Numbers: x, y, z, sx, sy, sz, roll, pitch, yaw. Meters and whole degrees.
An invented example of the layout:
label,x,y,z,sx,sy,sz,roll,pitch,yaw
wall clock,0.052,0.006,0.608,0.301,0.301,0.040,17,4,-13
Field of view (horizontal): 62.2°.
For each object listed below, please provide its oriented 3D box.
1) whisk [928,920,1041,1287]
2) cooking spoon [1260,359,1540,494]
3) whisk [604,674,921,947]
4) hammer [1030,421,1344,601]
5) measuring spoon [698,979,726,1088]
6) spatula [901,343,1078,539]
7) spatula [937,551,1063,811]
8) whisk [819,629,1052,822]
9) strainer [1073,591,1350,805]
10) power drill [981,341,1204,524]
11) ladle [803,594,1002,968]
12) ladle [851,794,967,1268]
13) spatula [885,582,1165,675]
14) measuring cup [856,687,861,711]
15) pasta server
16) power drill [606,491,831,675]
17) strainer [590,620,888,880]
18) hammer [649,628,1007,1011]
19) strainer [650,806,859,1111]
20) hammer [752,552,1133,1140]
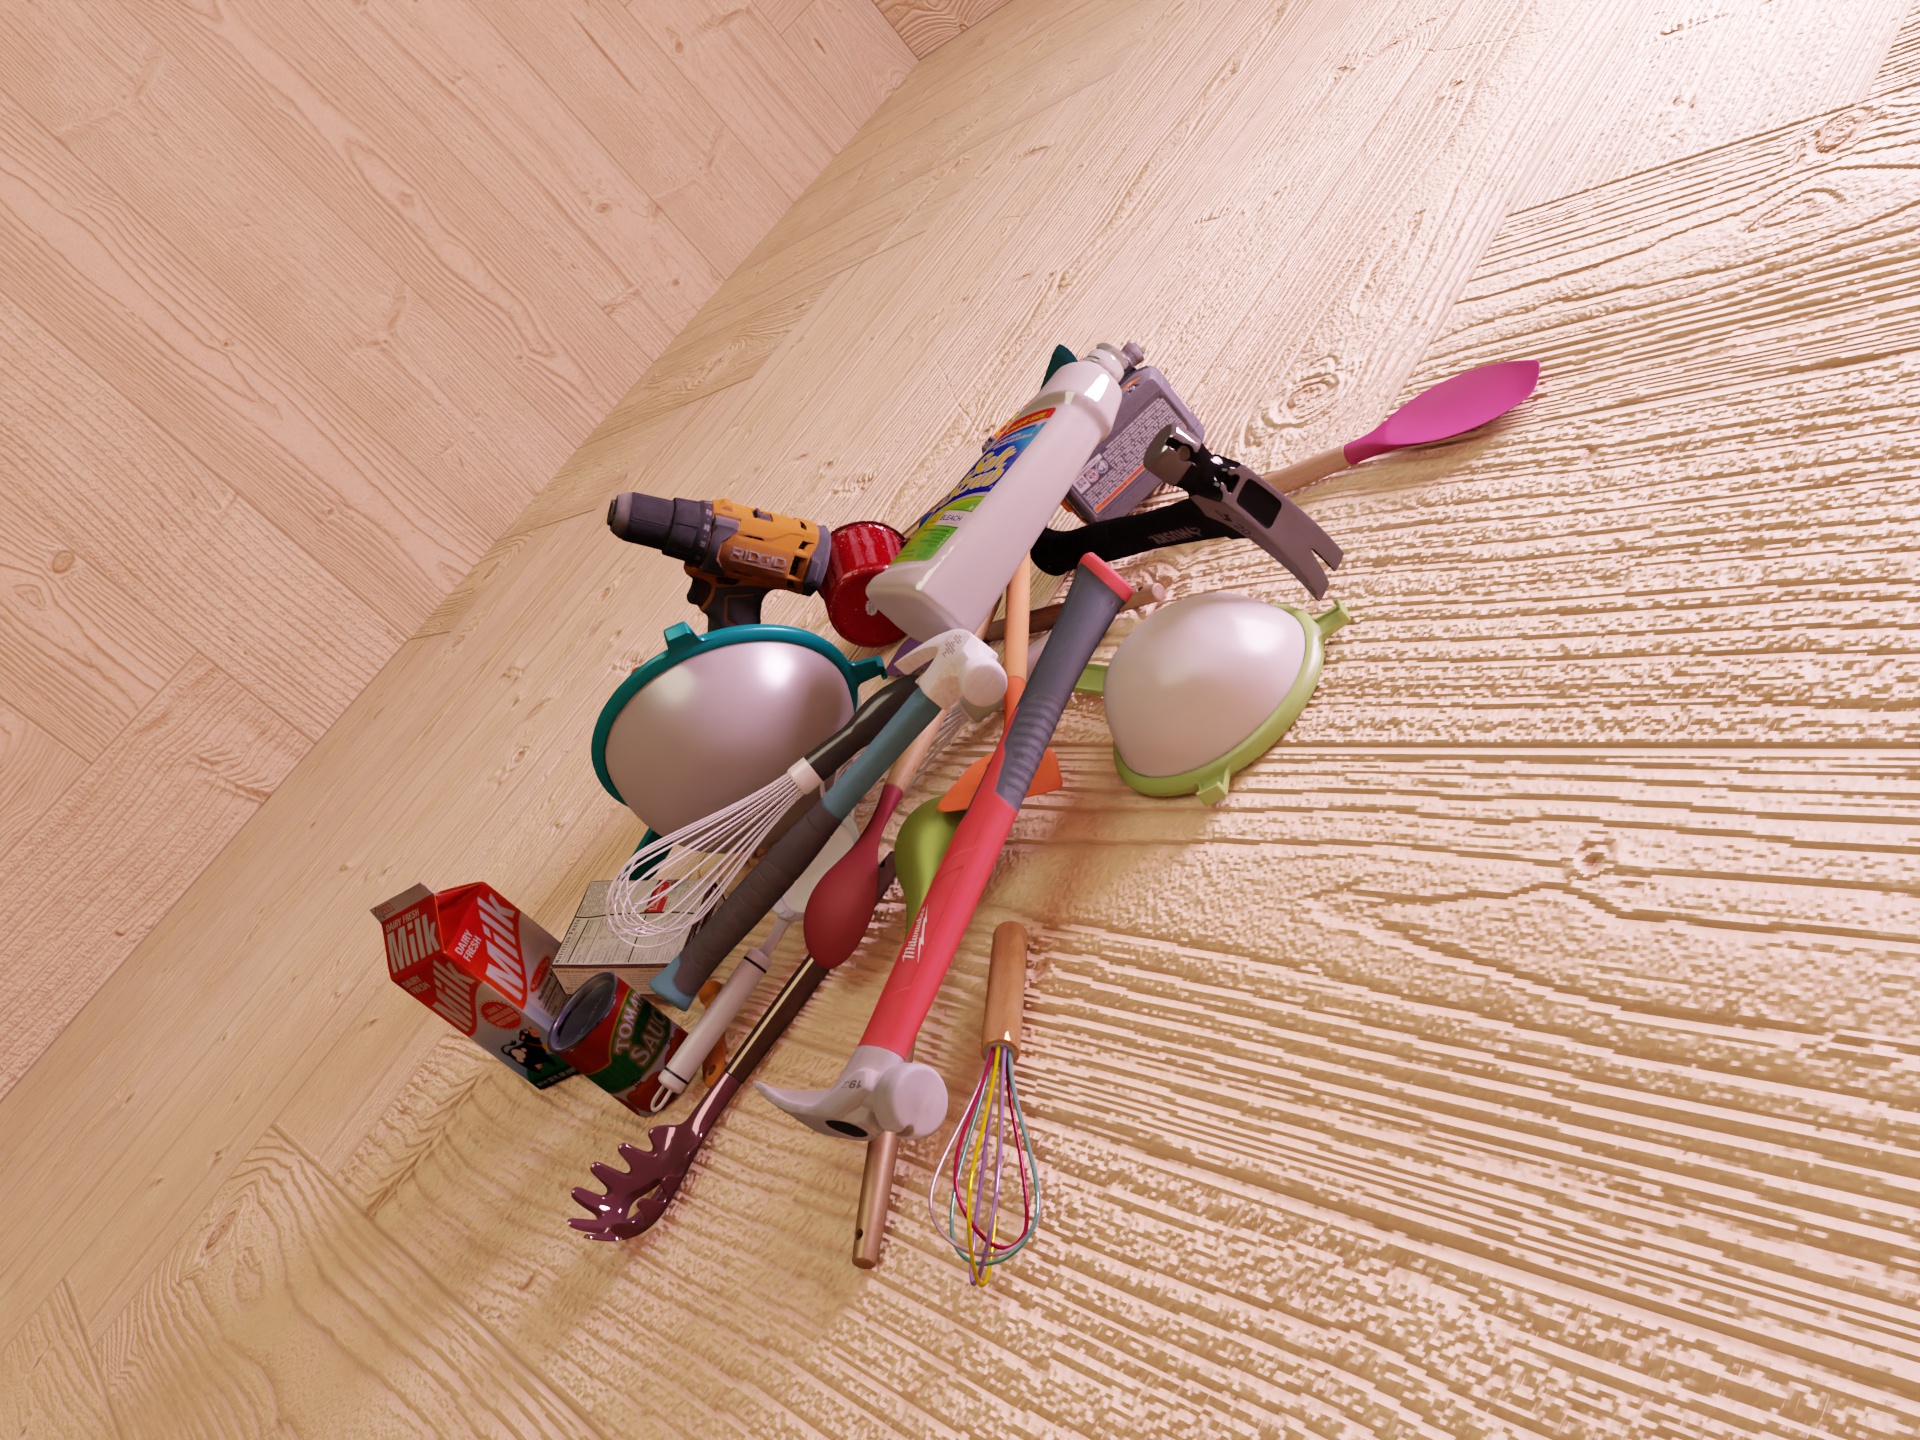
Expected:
label,x,y,z,sx,sy,sz,roll,pitch,yaw
whisk,0.020,0.187,0.833,0.051,0.047,0.245,-34,24,24
cooking spoon,0.240,-0.170,1.074,0.319,0.017,0.069,-19,35,42
whisk,-0.135,0.060,1.128,0.284,0.070,0.070,-39,25,-5
hammer,0.127,-0.125,1.085,0.035,0.146,0.335,-61,16,-9
measuring spoon,-0.176,0.217,1.111,0.021,0.011,0.117,-40,26,10
spatula,-0.004,-0.221,1.483,0.317,0.044,0.082,-41,29,10
spatula,0.036,-0.048,1.097,0.081,0.041,0.323,-12,42,15
whisk,-0.002,-0.004,1.151,0.246,0.058,0.059,-35,-4,11
strainer,0.111,-0.037,1.002,0.151,0.069,0.256,-52,28,-15
power drill,0.114,-0.245,1.306,0.164,0.084,0.227,-43,21,1
ladle,-0.034,0.028,1.094,0.069,0.031,0.316,-12,43,48
ladle,-0.023,0.171,0.936,0.078,0.062,0.320,-26,37,33
spatula,0.041,-0.074,1.222,0.316,0.018,0.060,-9,42,52
measuring cup,-0.145,0.023,1.301,0.167,0.083,0.038,-52,36,4
pasta server,-0.136,0.207,1.039,0.060,0.040,0.316,15,61,47
power drill,-0.229,-0.085,1.365,0.084,0.185,0.226,-114,40,-58
strainer,-0.196,0.078,1.230,0.340,0.210,0.095,-54,47,29
hammer,-0.094,0.070,1.061,0.331,0.033,0.128,-48,19,8
strainer,-0.134,0.159,1.098,0.087,0.050,0.258,16,66,50
hammer,0.006,0.061,0.930,0.143,0.038,0.386,-13,44,51
